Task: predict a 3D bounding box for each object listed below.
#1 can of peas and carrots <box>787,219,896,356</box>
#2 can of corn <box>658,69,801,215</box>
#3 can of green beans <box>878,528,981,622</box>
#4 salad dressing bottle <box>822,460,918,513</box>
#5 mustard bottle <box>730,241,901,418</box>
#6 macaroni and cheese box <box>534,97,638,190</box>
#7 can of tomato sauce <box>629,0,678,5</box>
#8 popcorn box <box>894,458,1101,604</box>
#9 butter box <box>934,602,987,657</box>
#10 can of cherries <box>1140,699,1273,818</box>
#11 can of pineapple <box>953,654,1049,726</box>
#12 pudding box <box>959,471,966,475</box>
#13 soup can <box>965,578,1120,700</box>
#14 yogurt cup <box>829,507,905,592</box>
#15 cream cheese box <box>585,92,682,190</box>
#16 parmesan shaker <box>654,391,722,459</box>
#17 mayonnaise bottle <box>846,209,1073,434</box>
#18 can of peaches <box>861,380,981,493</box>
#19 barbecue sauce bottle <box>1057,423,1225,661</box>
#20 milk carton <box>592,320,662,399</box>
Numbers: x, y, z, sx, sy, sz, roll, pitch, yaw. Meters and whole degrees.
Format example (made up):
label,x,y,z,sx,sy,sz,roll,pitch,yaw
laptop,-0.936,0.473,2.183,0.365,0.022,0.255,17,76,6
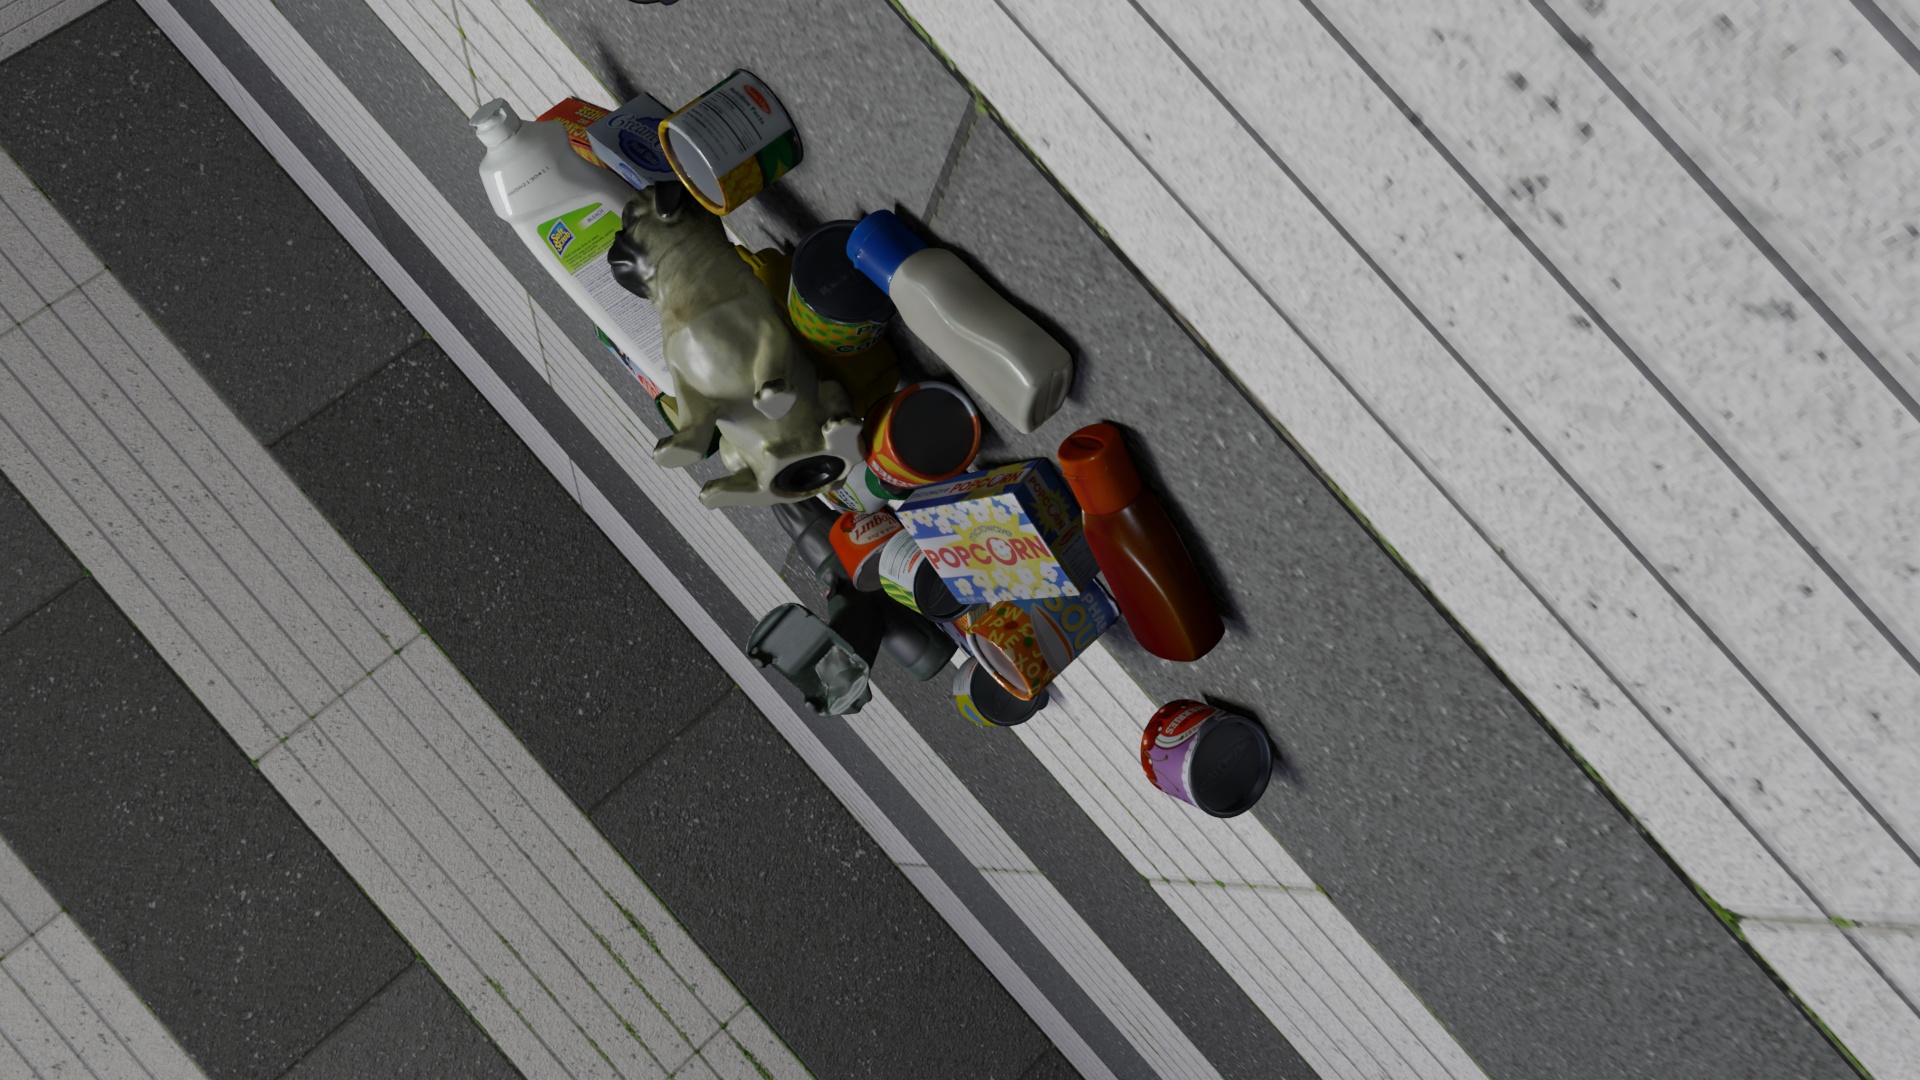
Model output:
label,x,y,z,sx,sy,sz,roll,pitch,yaw
can of peas and carrots,-0.069,-0.150,0.842,0.071,0.071,0.058,48,164,4
can of corn,-0.139,-0.238,0.839,0.071,0.058,0.071,43,162,18
can of green beans,-0.024,0.026,1.110,0.058,0.071,0.071,24,150,54
salad dressing bottle,-0.072,-0.051,1.100,0.064,0.044,0.147,55,162,-16
mustard bottle,-0.108,-0.156,0.955,0.160,0.049,0.065,46,157,11
macaroni and cheese box,-0.264,-0.265,1.119,0.124,0.040,0.165,31,156,44
can of tomato sauce,-0.182,-0.332,0.731,0.083,0.071,0.071,42,162,23
popcorn box,0.025,-0.003,0.918,0.126,0.038,0.085,-8,122,51
butter box,-0.001,0.059,1.197,0.053,0.024,0.103,41,162,22
can of cherries,0.159,0.138,0.904,0.071,0.072,0.058,56,163,-21
can of pineapple,0.033,0.127,1.189,0.071,0.071,0.057,50,163,-4
pudding box,0.004,-0.013,1.020,0.050,0.030,0.083,45,162,13
soup can,0.057,0.060,0.953,0.071,0.084,0.071,43,161,18
yogurt cup,-0.077,0.003,1.199,0.054,0.072,0.072,50,165,24
cream cheese box,-0.206,-0.264,0.955,0.104,0.053,0.024,40,159,26
parmesan shaker,-0.192,-0.124,1.139,0.071,0.103,0.071,43,162,18
mayonnaise bottle,-0.002,-0.126,0.773,0.148,0.041,0.064,45,161,17
can of peaches,-0.027,-0.067,0.910,0.071,0.071,0.058,52,161,-11
barbecue sauce bottle,0.100,0.002,0.792,0.065,0.044,0.148,24,150,54
milk carton,-0.243,-0.153,1.253,0.190,0.074,0.072,47,163,5
